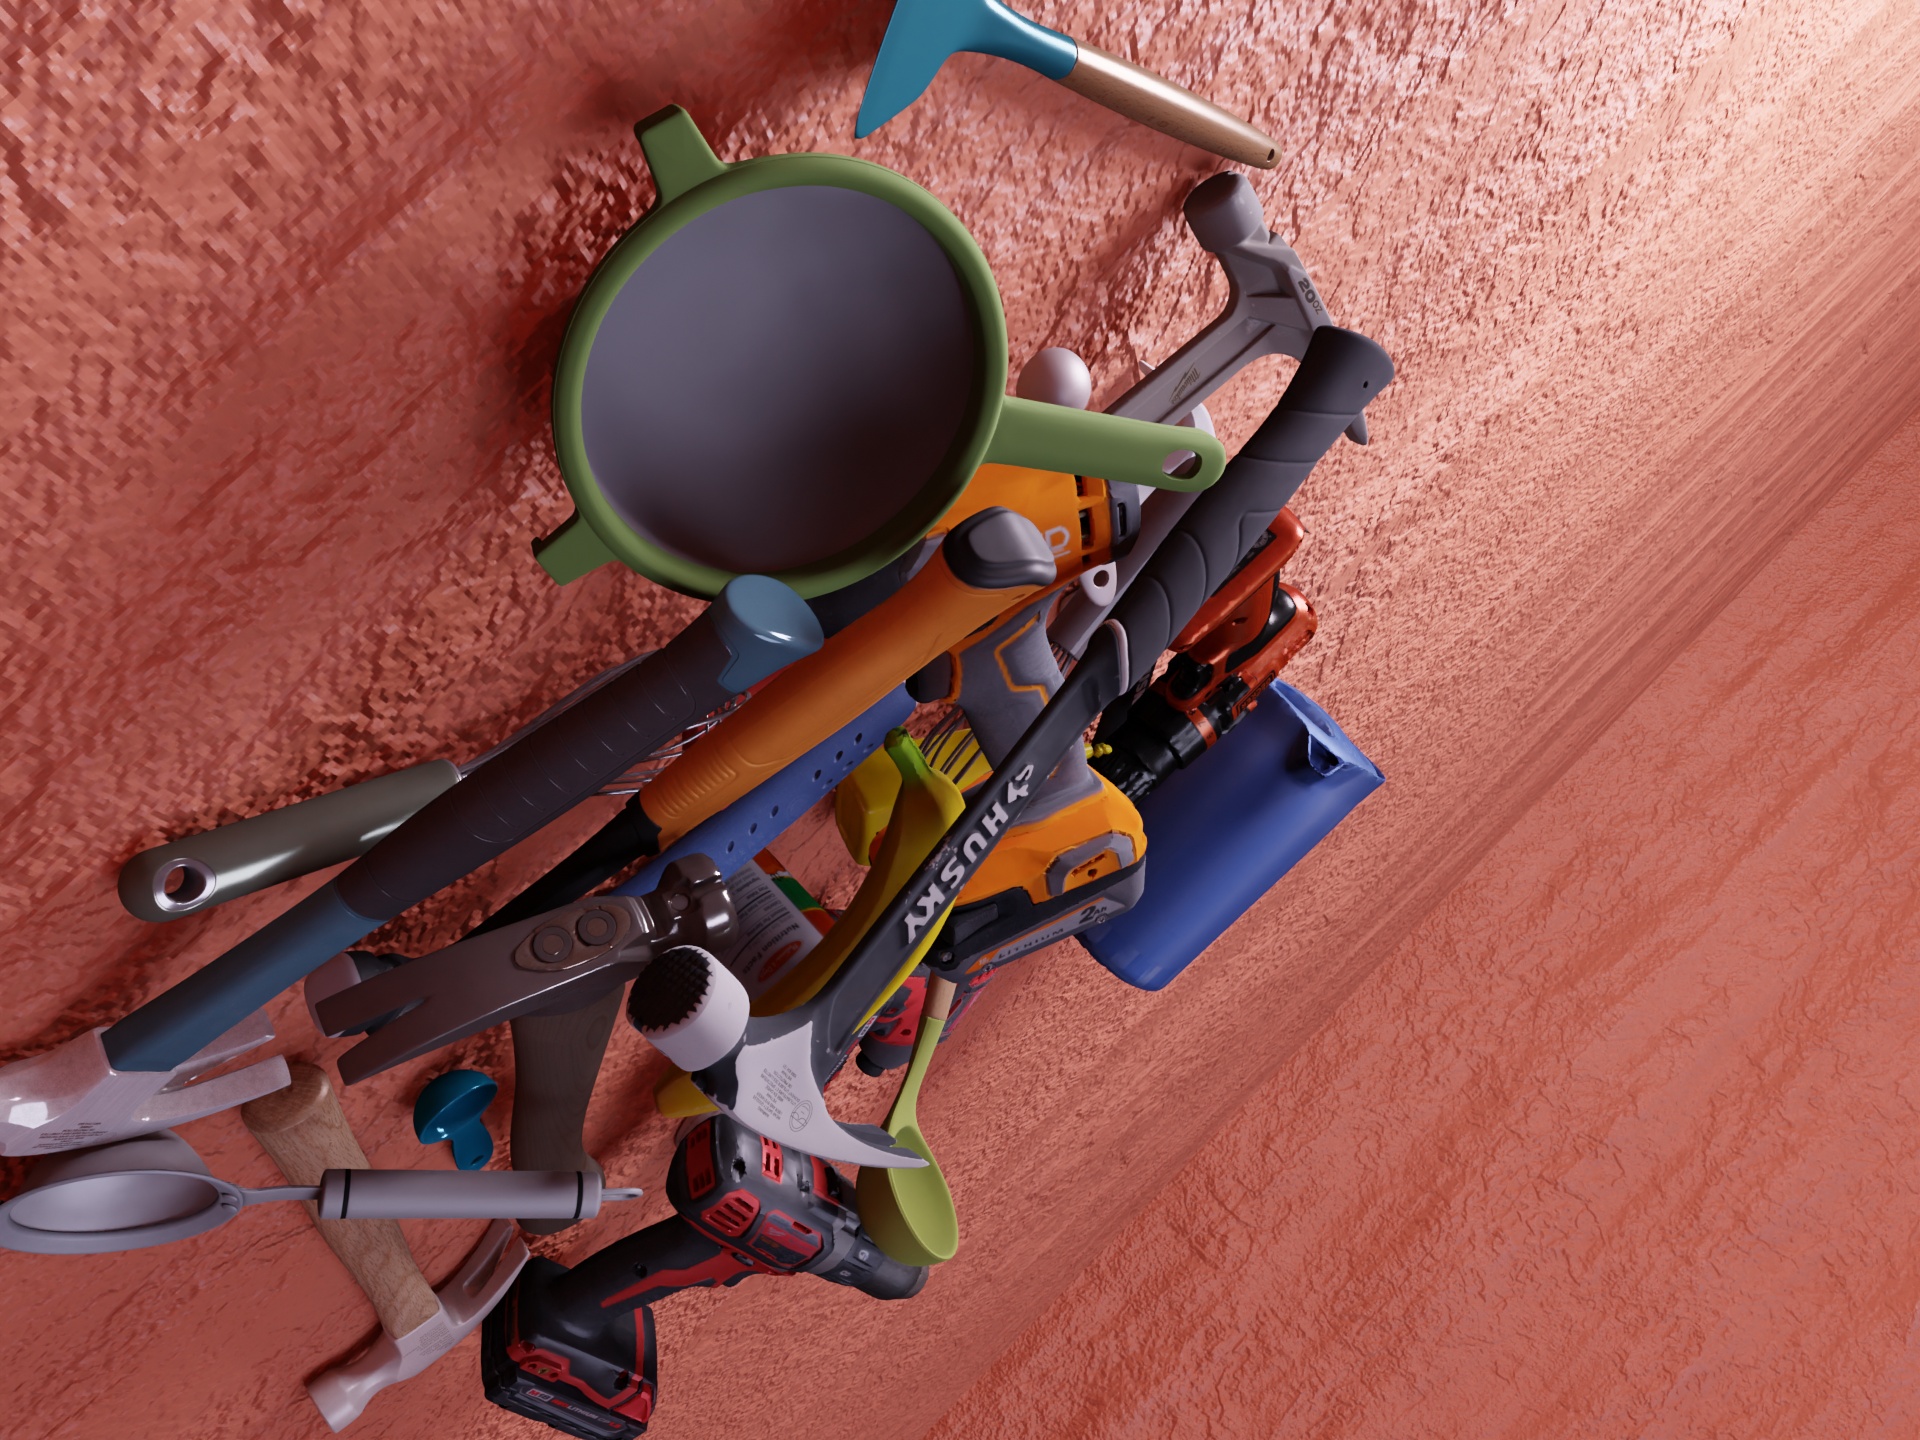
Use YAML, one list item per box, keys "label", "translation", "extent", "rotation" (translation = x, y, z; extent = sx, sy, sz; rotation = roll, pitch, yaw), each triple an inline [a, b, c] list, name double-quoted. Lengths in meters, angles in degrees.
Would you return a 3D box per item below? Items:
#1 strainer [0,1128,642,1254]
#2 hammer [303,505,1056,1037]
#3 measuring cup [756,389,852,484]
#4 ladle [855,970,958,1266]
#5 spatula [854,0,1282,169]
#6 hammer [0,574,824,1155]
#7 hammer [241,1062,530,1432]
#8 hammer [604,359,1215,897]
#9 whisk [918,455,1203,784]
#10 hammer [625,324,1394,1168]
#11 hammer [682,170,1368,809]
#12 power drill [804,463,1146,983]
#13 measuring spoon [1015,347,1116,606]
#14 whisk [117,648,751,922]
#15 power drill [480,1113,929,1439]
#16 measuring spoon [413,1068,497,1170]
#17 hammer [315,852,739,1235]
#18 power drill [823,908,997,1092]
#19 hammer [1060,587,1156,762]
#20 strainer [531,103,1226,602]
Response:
- label: "strainer"
  translation: [-0.253, 0.183, 0.620]
  extent: [0.258, 0.050, 0.086]
  rotation: [7, 143, -22]
- label: "hammer"
  translation: [-0.098, 0.028, 0.604]
  extent: [0.337, 0.034, 0.127]
  rotation: [-35, 162, 23]
- label: "measuring cup"
  translation: [-0.080, -0.077, 0.637]
  extent: [0.062, 0.029, 0.156]
  rotation: [-27, 161, -43]
- label: "ladle"
  translation: [0.002, 0.145, 0.899]
  extent: [0.078, 0.062, 0.320]
  rotation: [28, 75, -69]
- label: "spatula"
  translation: [0.058, -0.233, 0.589]
  extent: [0.317, 0.044, 0.082]
  rotation: [-11, 131, -54]
- label: "hammer"
  translation: [-0.190, 0.052, 0.535]
  extent: [0.331, 0.033, 0.128]
  rotation: [-33, 160, 7]
- label: "hammer"
  translation: [-0.288, 0.252, 0.778]
  extent: [0.130, 0.031, 0.331]
  rotation: [-33, 152, -28]
- label: "hammer"
  translation: [-0.021, -0.024, 0.788]
  extent: [0.405, 0.035, 0.144]
  rotation: [-40, 155, -14]
- label: "whisk"
  translation: [0.053, -0.036, 0.792]
  extent: [0.239, 0.055, 0.055]
  rotation: [-52, 156, 0]
- label: "hammer"
  translation: [0.050, -0.006, 0.617]
  extent: [0.409, 0.036, 0.149]
  rotation: [-50, 134, -17]
- label: "hammer"
  translation: [0.025, -0.080, 0.723]
  extent: [0.359, 0.037, 0.149]
  rotation: [-40, 123, -5]
- label: "power drill"
  translation: [-0.001, -0.002, 0.676]
  extent: [0.164, 0.084, 0.226]
  rotation: [-20, 125, -19]
- label: "measuring spoon"
  translation: [0.053, -0.102, 0.694]
  extent: [0.034, 0.018, 0.124]
  rotation: [-26, 121, -15]
- label: "whisk"
  translation: [-0.183, 0.023, 0.592]
  extent: [0.246, 0.059, 0.057]
  rotation: [-21, 108, -38]
- label: "power drill"
  translation: [-0.147, 0.334, 0.936]
  extent: [0.226, 0.080, 0.187]
  rotation: [-37, 126, 15]
- label: "measuring spoon"
  translation: [-0.249, 0.200, 0.788]
  extent: [0.042, 0.021, 0.128]
  rotation: [-35, 162, -26]
- label: "hammer"
  translation: [-0.196, 0.181, 0.727]
  extent: [0.146, 0.038, 0.410]
  rotation: [-20, 157, -25]
- label: "power drill"
  translation: [-0.058, 0.177, 0.989]
  extent: [0.143, 0.079, 0.219]
  rotation: [-54, 158, 14]
- label: "hammer"
  translation: [0.105, 0.003, 1.035]
  extent: [0.146, 0.035, 0.334]
  rotation: [-32, 152, -28]
- label: "strainer"
  translation: [-0.021, -0.115, 0.549]
  extent: [0.256, 0.069, 0.151]
  rotation: [3, 123, -33]
